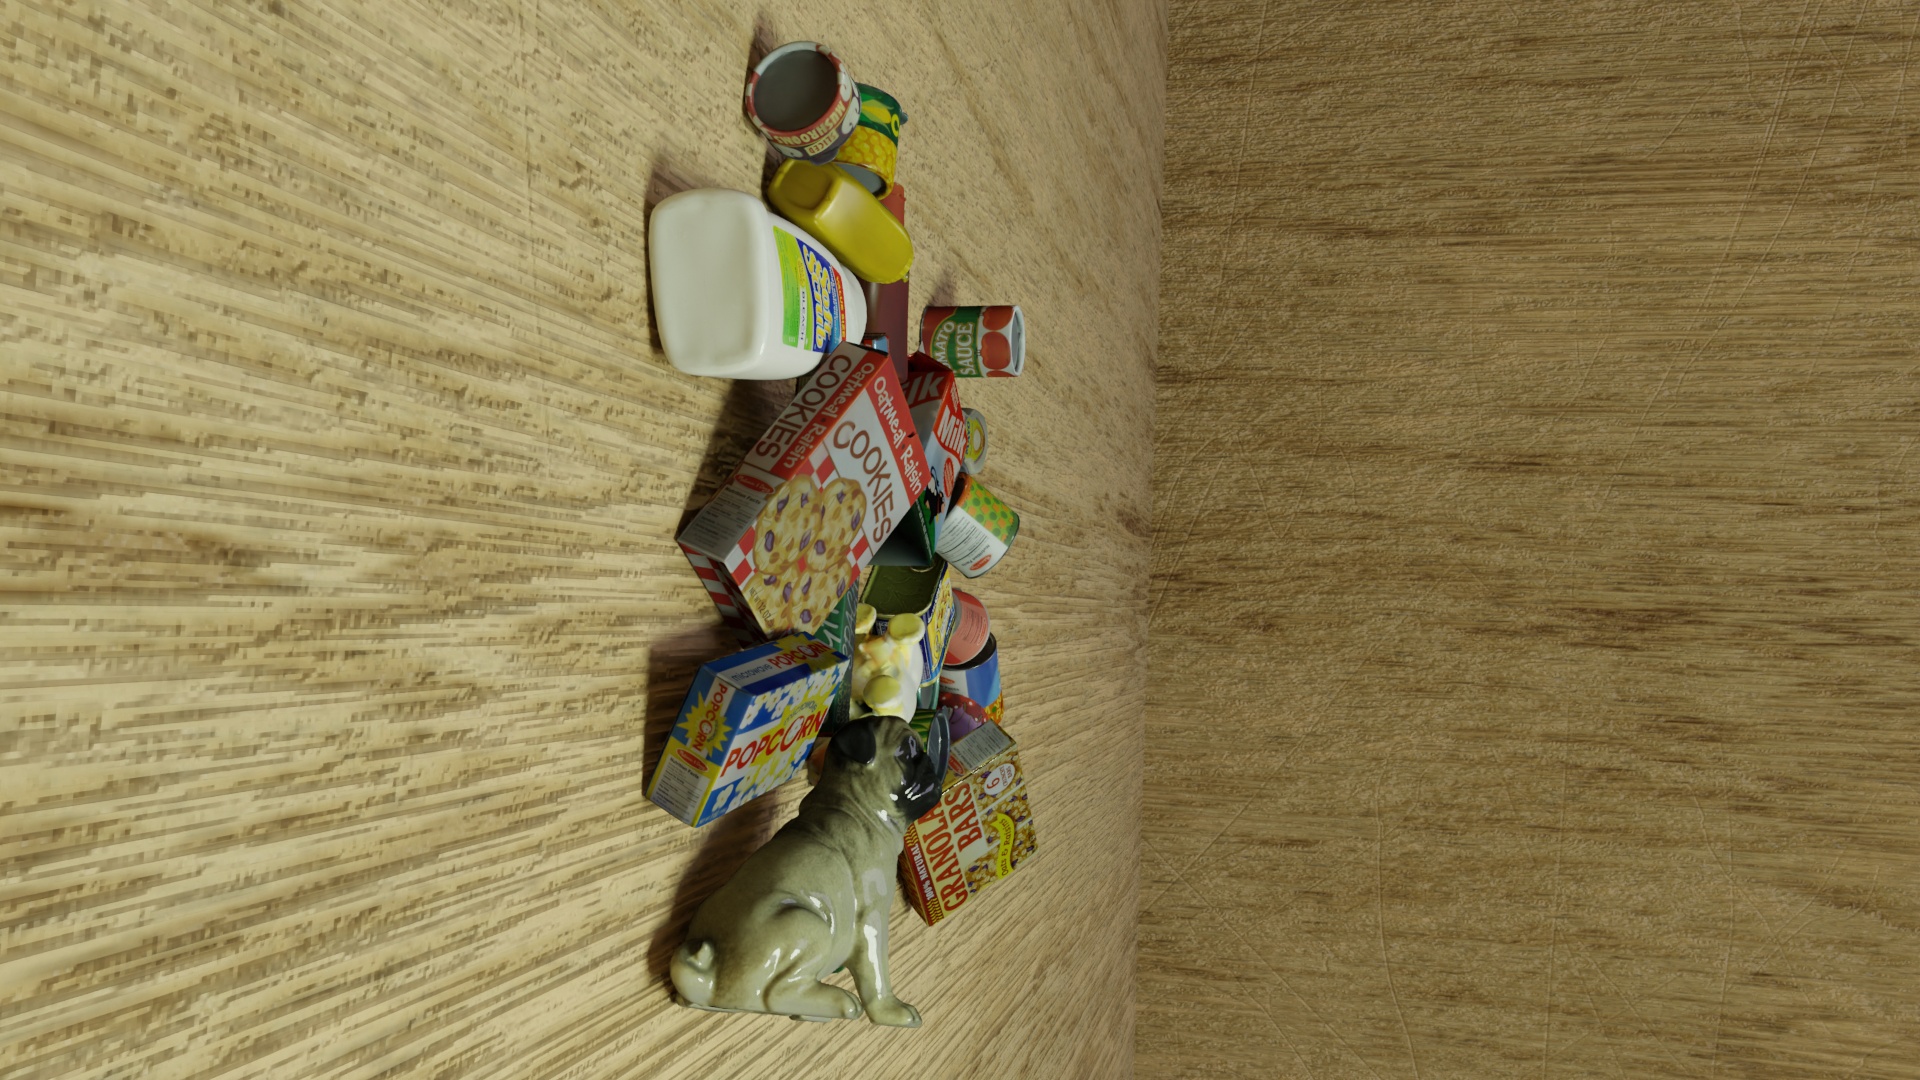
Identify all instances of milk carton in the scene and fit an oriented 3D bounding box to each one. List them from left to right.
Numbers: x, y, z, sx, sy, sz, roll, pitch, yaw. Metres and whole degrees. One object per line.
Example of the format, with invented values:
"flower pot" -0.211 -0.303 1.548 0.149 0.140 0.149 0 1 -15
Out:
"milk carton" -0.044 -0.071 1.076 0.191 0.073 0.072 -75 159 -44

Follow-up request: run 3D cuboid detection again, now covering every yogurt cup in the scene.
"yogurt cup" -0.014 0.072 1.228 0.054 0.072 0.072 38 54 -62

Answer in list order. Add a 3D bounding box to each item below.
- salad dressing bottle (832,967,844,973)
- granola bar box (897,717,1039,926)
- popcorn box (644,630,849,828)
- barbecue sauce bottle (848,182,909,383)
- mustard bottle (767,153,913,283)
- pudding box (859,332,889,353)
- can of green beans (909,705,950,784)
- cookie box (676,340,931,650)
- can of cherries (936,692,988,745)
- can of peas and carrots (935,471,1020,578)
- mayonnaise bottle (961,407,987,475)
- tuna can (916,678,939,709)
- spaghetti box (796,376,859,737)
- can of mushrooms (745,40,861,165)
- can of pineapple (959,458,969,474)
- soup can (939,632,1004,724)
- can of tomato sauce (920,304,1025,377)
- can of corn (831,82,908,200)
"salad dressing bottle" -0.083 0.241 1.014 0.148 0.044 0.064 -74 161 -44
"granola bar box" 0.000 0.247 1.203 0.124 0.039 0.164 -31 136 -19
"popcorn box" -0.119 0.104 0.793 0.085 0.038 0.127 -66 164 13
"barbecue sauce bottle" -0.062 -0.196 1.053 0.065 0.043 0.148 8 83 -72
"mustard bottle" -0.069 -0.210 0.944 0.049 0.065 0.160 -57 157 4
"pudding box" -0.075 -0.106 0.998 0.030 0.049 0.083 -49 138 -66
"can of green beans" -0.045 0.168 1.126 0.071 0.058 0.071 0 91 -75
"cookie box" -0.088 -0.021 0.852 0.168 0.040 0.122 -54 151 -24
"can of cherries" -0.014 0.176 1.236 0.059 0.071 0.071 -74 160 -44
"can of peas and carrots" 0.004 -0.014 1.107 0.058 0.070 0.071 39 42 -23
"mayonnaise bottle" -0.010 -0.094 1.265 0.148 0.041 0.064 1 92 -76
"tuna can" -0.042 0.123 1.183 0.071 0.033 0.071 0 91 -76
"spaghetti box" -0.093 0.008 0.940 0.028 0.050 0.250 33 60 -71
"can of mushrooms" -0.097 -0.271 0.861 0.033 0.071 0.071 41 52 -71
"can of pineapple" -0.026 -0.036 1.179 0.071 0.058 0.071 0 91 -76
"soup can" 0.007 0.130 1.299 0.072 0.071 0.083 -69 157 -52
"can of tomato sauce" 0.012 -0.179 1.258 0.071 0.083 0.071 0 91 -76
"can of corn" -0.073 -0.270 0.948 0.071 0.071 0.058 43 51 -71
